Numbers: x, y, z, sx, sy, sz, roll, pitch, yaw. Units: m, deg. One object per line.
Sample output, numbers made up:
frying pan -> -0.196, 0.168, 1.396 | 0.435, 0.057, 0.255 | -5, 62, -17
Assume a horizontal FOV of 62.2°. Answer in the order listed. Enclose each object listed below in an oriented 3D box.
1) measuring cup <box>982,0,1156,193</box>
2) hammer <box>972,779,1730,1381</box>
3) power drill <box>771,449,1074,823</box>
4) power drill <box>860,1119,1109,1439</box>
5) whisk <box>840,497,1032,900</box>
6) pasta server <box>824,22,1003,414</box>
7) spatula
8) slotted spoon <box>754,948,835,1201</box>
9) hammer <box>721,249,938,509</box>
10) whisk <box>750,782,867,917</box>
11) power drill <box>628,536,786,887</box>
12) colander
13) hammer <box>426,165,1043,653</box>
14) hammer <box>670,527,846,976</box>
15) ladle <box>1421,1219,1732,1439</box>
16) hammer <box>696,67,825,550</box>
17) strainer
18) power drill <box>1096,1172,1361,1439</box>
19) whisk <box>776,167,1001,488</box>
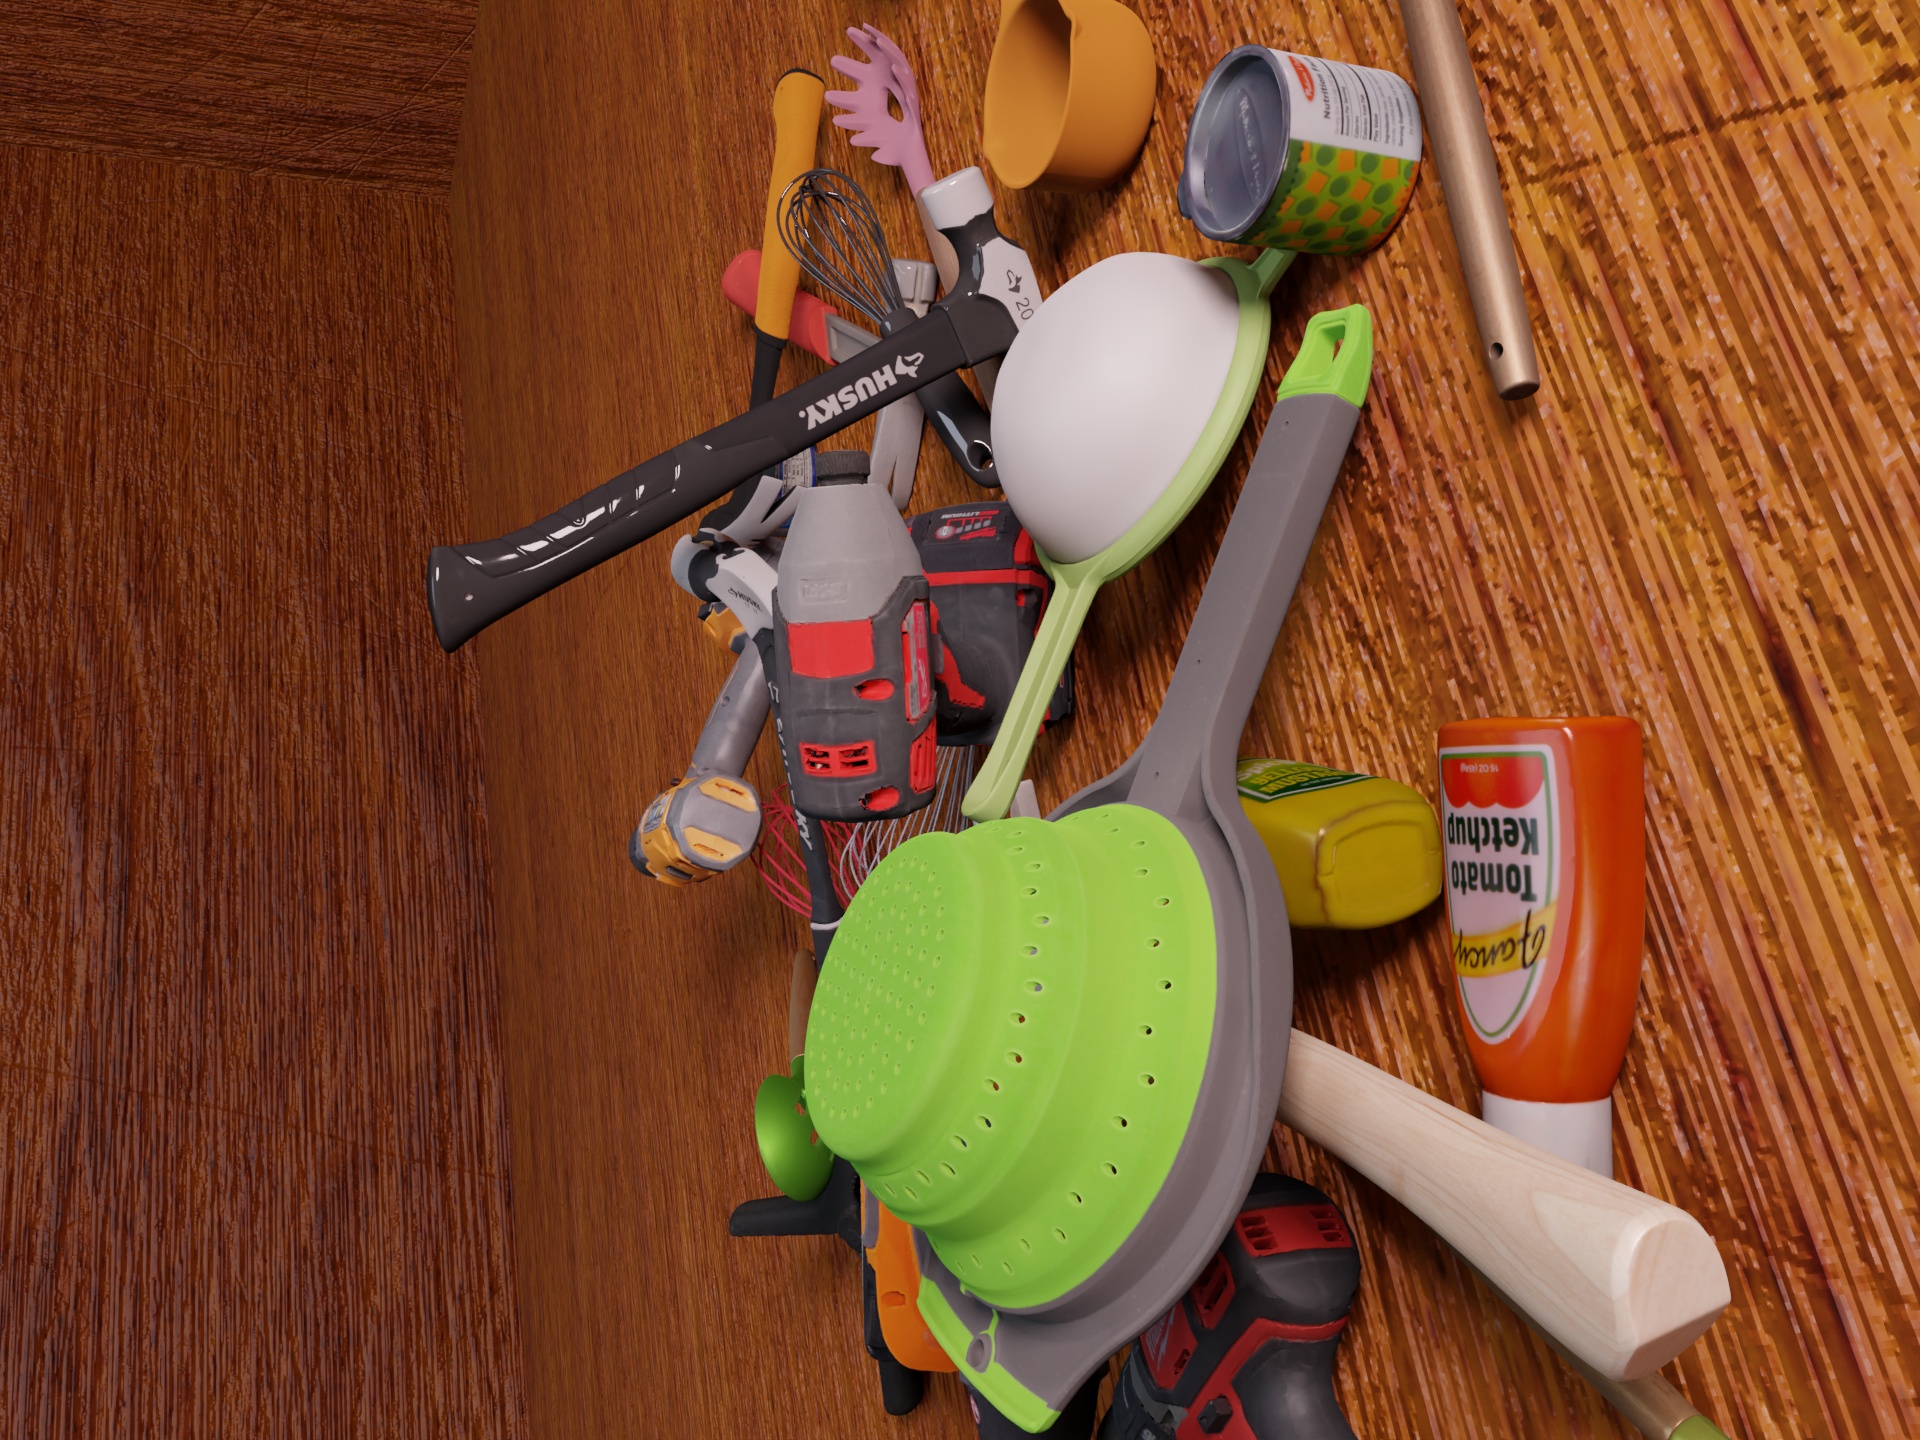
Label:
measuring cup -> 0.047, -0.327, 0.742 | 0.095, 0.052, 0.174 | 143, 123, -61
hammer -> 0.097, 0.110, 0.559 | 0.411, 0.038, 0.146 | -172, 65, -71
power drill -> -0.016, -0.043, 0.693 | 0.219, 0.078, 0.143 | -22, -71, -70
power drill -> 0.009, 0.270, 0.753 | 0.226, 0.084, 0.164 | 137, 132, -70
whisk -> 0.000, -0.002, 0.855 | 0.070, 0.070, 0.284 | 57, 135, 50
pasta server -> -0.019, -0.284, 0.909 | 0.060, 0.040, 0.317 | -48, 48, 42
spatula -> 0.156, -0.251, 0.543 | 0.059, 0.018, 0.316 | -37, 55, 58
slotted spoon -> -0.099, 0.204, 0.997 | 0.070, 0.031, 0.314 | 59, -178, -13
hammer -> -0.101, -0.262, 1.094 | 0.359, 0.036, 0.149 | -136, 51, -57
whisk -> -0.063, 0.127, 0.991 | 0.296, 0.073, 0.073 | 45, 131, 49
power drill -> -0.162, 0.005, 1.085 | 0.185, 0.084, 0.226 | -25, 44, 64
colander -> 0.039, 0.026, 0.544 | 0.204, 0.094, 0.397 | 12, 80, 66
hammer -> -0.100, -0.125, 0.758 | 0.146, 0.335, 0.035 | 64, 164, -21
hammer -> -0.072, 0.098, 0.881 | 0.149, 0.036, 0.408 | 33, 141, 48
ladle -> 0.178, 0.188, 0.454 | 0.320, 0.062, 0.078 | -138, 51, -62
hammer -> -0.119, -0.278, 1.038 | 0.127, 0.034, 0.337 | -21, 60, 59
strainer -> 0.034, -0.086, 0.640 | 0.151, 0.069, 0.256 | -3, 63, 65
power drill -> 0.117, 0.304, 0.567 | 0.227, 0.080, 0.187 | -113, 32, -46
whisk -> -0.038, -0.220, 0.890 | 0.239, 0.055, 0.055 | 59, 145, 22
